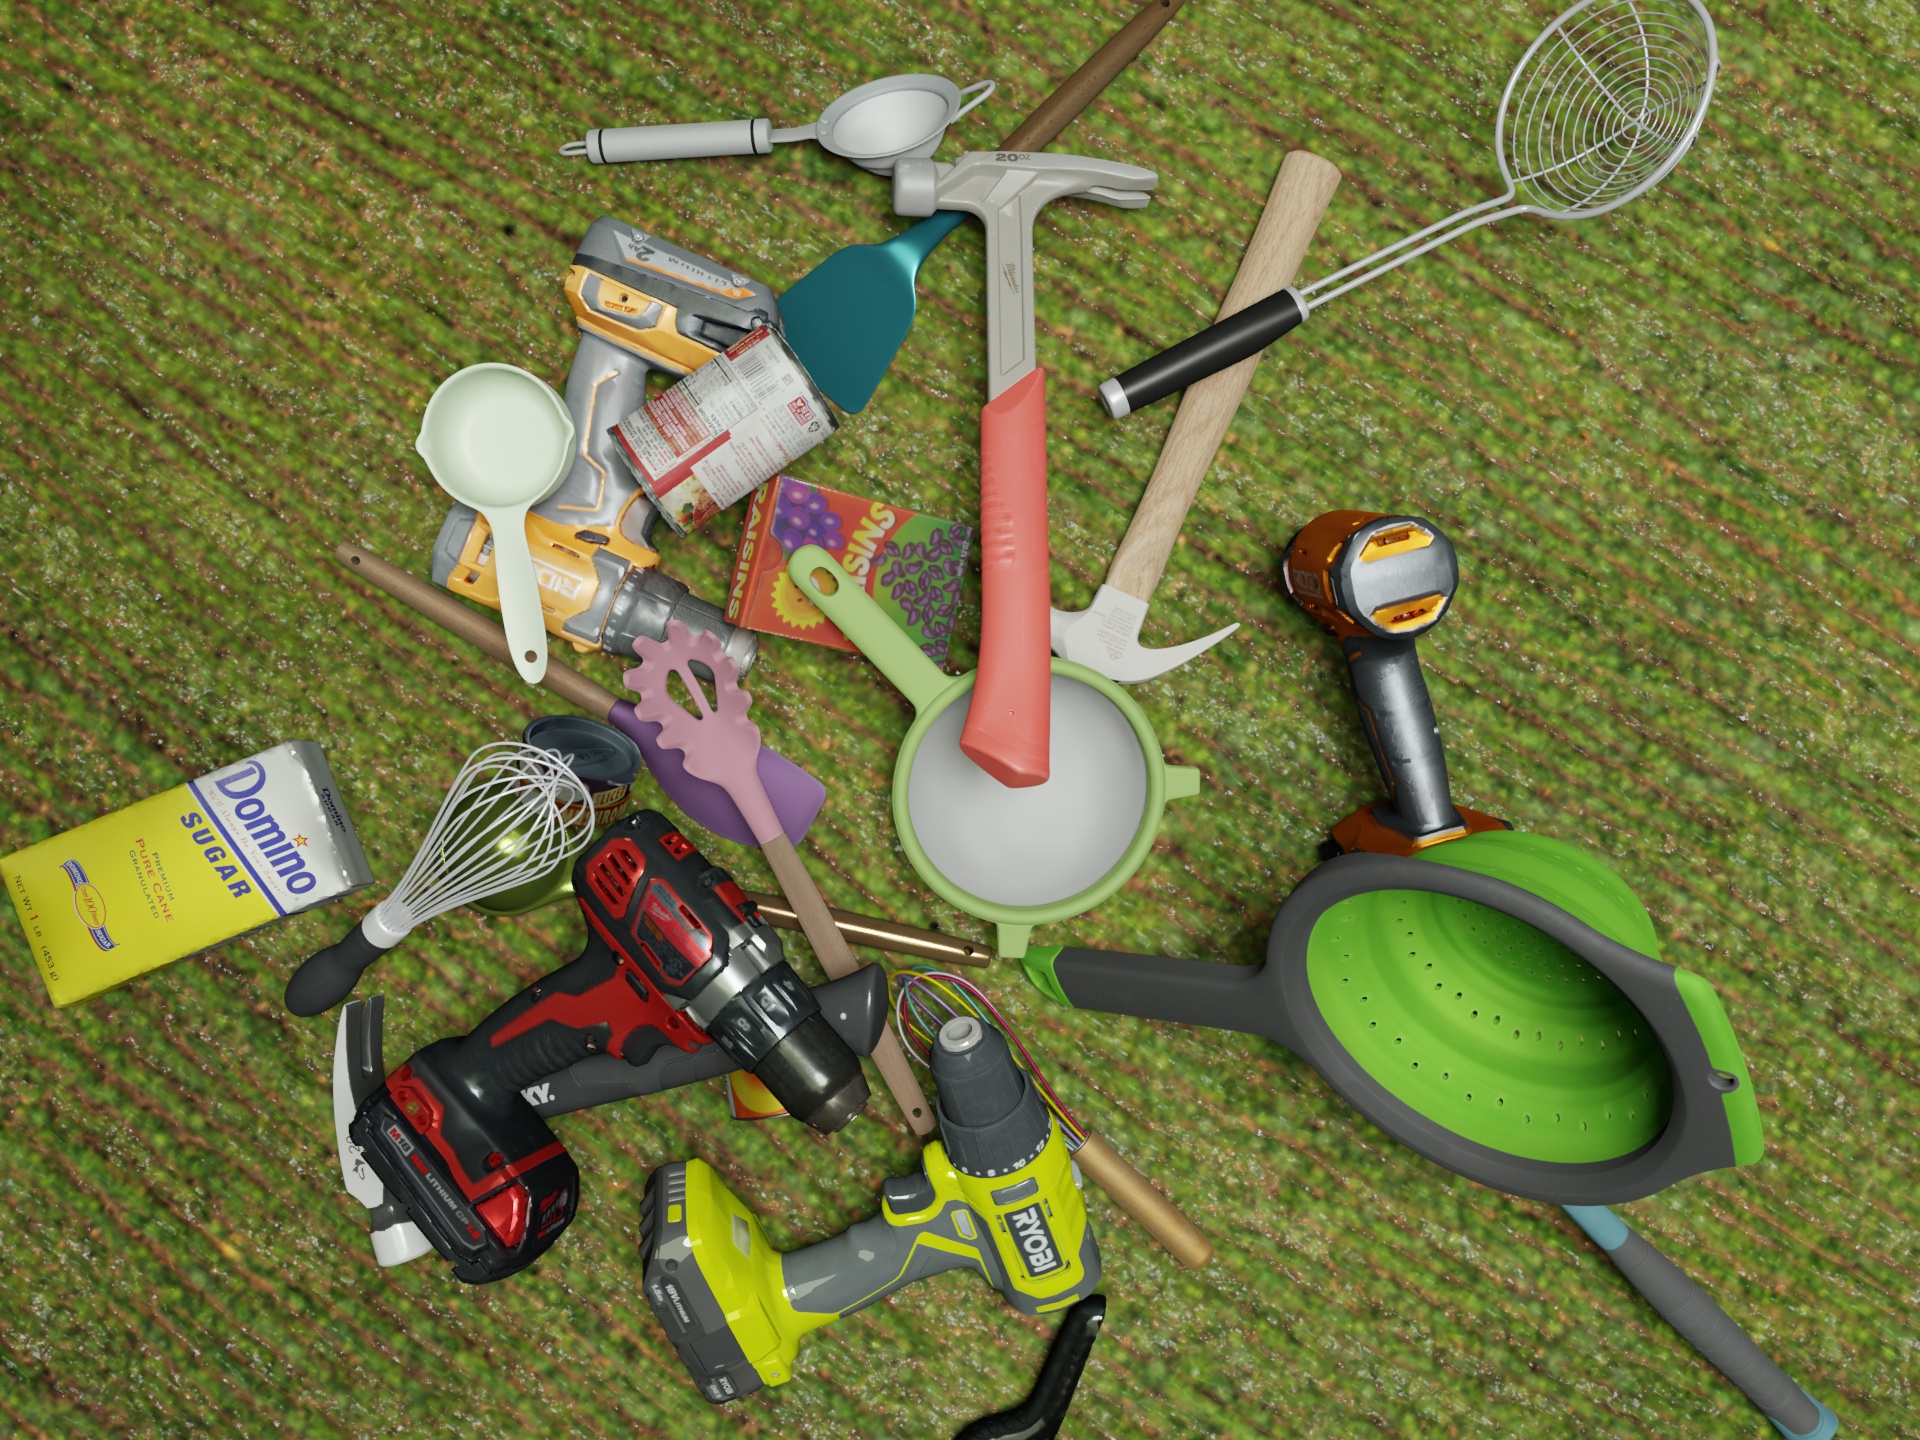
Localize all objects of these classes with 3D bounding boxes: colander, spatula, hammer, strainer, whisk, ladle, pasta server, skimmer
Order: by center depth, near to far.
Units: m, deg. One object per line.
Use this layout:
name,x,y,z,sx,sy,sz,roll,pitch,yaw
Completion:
colander,0.197,0.120,0.797,0.094,0.397,0.204,-45,119,-35
whisk,-0.286,0.092,0.837,0.284,0.070,0.070,-36,89,32
hammer,0.038,-0.142,0.852,0.149,0.036,0.359,1,74,-6
hammer,-0.193,0.187,0.861,0.335,0.035,0.146,-18,86,14
skimmer,0.235,-0.277,0.872,0.363,0.090,0.127,-27,55,1
pasta server,-0.091,0.090,0.874,0.060,0.040,0.316,-28,93,-1
hammer,0.368,0.293,0.879,0.331,0.128,0.033,44,89,-8
strainer,-0.001,-0.003,0.883,0.151,0.069,0.256,-44,101,3
ladle,-0.137,0.099,0.899,0.320,0.062,0.078,13,71,-3
whisk,0.050,0.226,0.908,0.245,0.051,0.047,43,109,-3
spatula,-0.224,-0.018,0.919,0.316,0.018,0.060,31,96,0
strainer,-0.107,-0.339,0.924,0.258,0.050,0.087,-2,50,5
hammer,0.144,-0.175,0.925,0.130,0.031,0.331,24,87,0
spatula,0.018,-0.319,0.935,0.082,0.044,0.317,44,83,2

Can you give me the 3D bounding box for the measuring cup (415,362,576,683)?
measuring cup,-0.236,-0.104,0.847,0.083,0.038,0.167,-7,99,1

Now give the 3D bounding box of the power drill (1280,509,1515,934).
power drill,0.231,-0.005,0.871,0.084,0.164,0.226,-15,101,-2

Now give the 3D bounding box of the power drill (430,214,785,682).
power drill,-0.171,-0.143,0.897,0.185,0.084,0.226,24,91,-2

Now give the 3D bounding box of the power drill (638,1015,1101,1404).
power drill,-0.050,0.261,0.851,0.228,0.080,0.190,-19,120,0

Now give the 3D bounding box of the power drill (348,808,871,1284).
power drill,-0.172,0.181,0.801,0.226,0.080,0.188,-44,81,8
